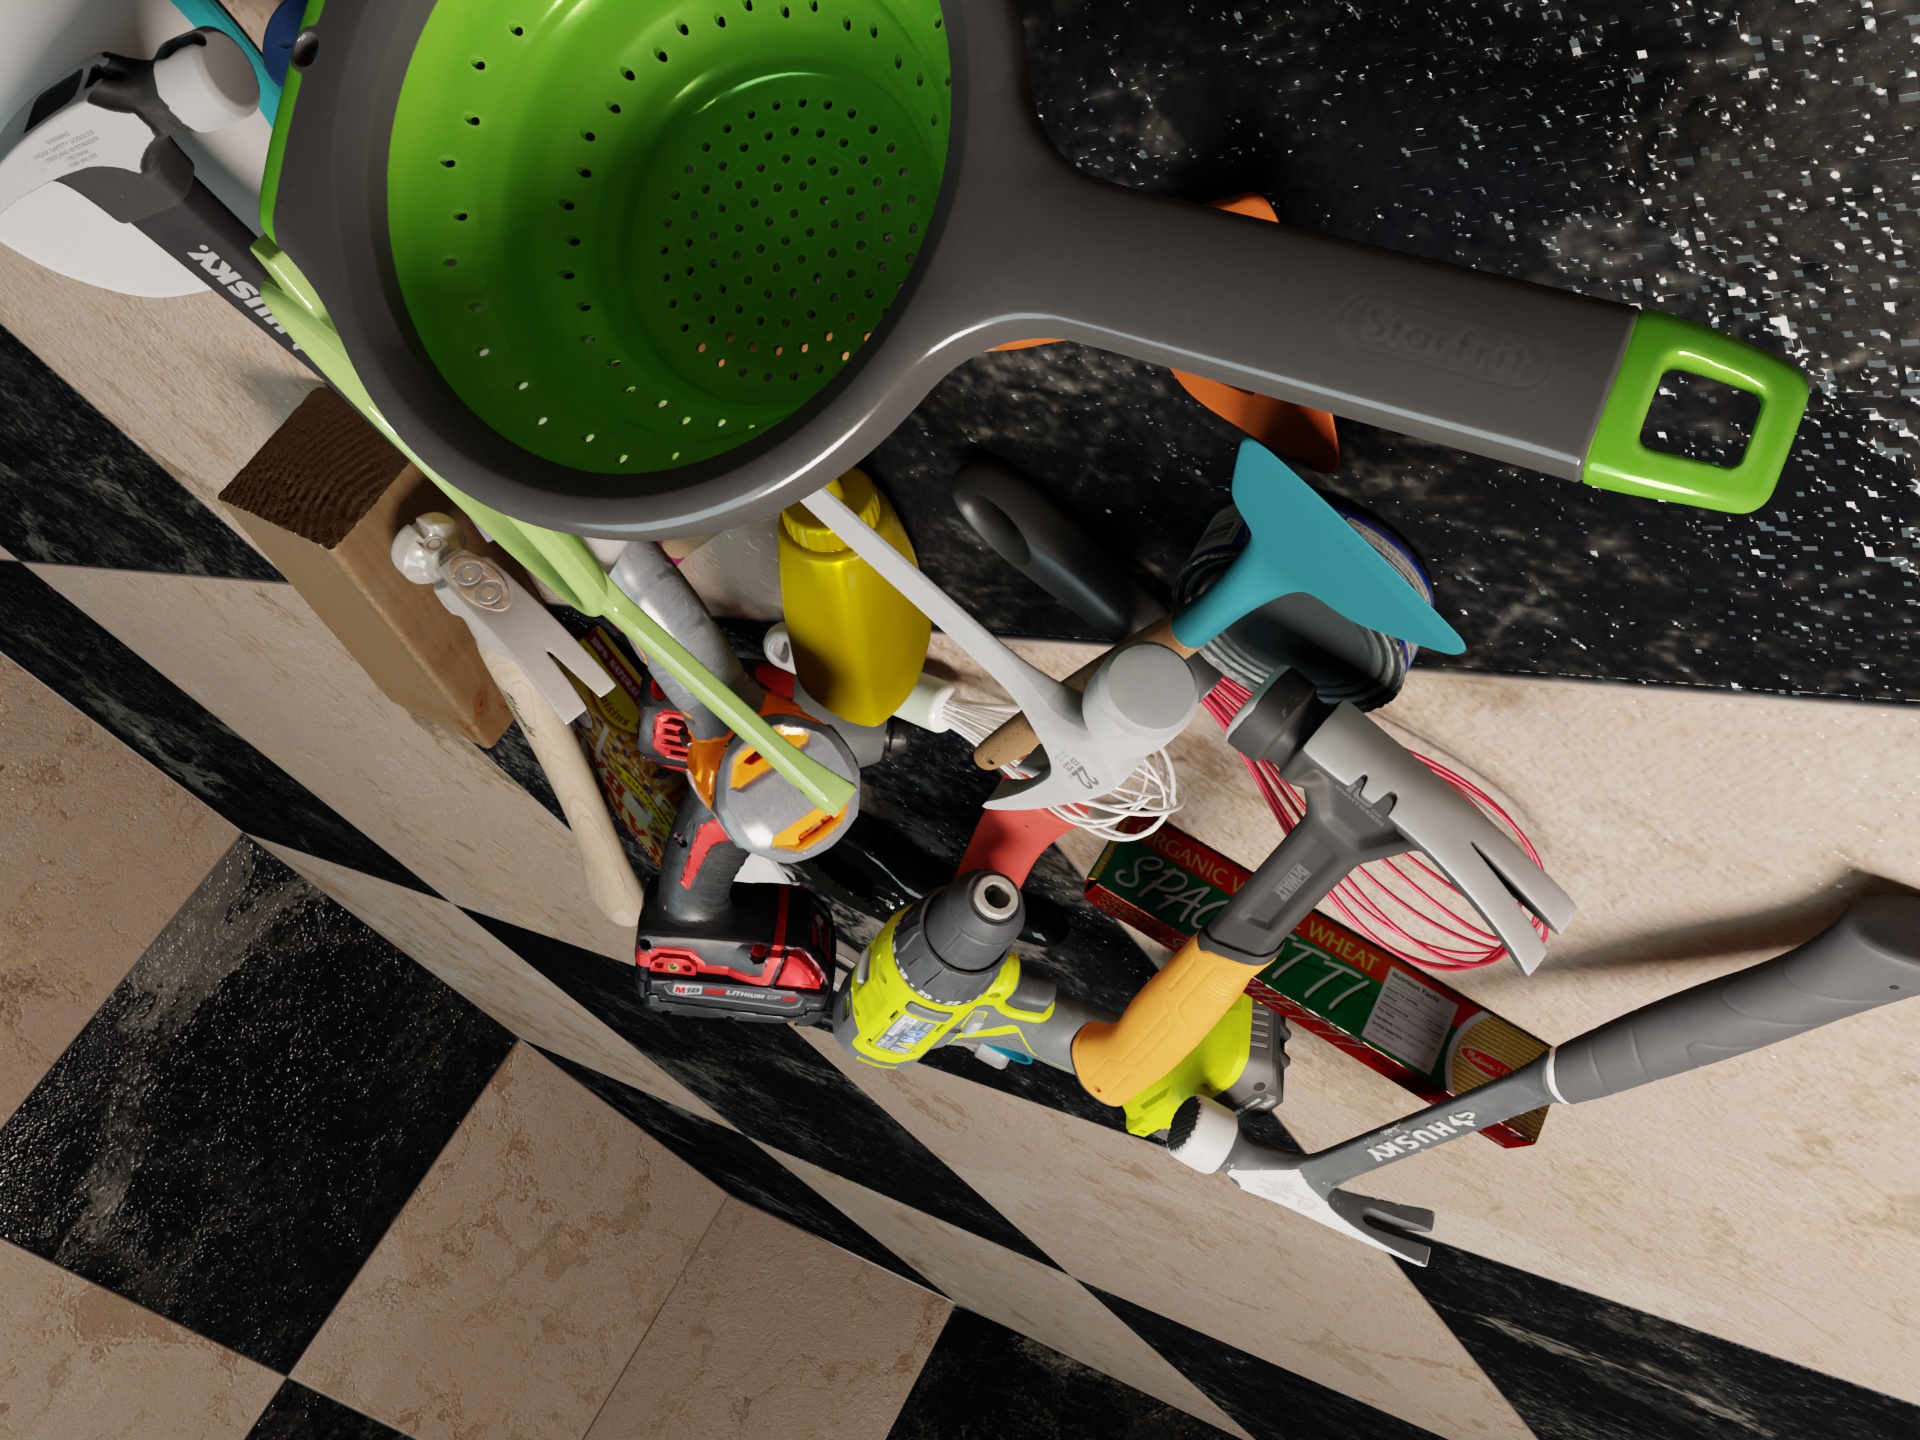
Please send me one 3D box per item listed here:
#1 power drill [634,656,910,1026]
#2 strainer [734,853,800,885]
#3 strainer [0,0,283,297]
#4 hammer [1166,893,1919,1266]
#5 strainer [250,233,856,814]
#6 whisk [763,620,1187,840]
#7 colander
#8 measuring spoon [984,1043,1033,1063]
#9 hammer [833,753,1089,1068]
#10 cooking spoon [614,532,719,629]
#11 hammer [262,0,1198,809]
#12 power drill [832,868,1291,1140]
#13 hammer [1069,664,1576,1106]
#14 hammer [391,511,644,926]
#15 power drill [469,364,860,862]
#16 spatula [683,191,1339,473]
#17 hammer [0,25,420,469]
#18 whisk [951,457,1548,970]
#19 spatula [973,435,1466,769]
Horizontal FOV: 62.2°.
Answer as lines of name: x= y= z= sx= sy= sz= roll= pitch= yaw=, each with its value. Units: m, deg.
power drill: x=-0.110 y=0.064 z=0.884 sx=0.143 sy=0.079 sz=0.219 roll=6 pitch=125 yaw=-7
strainer: x=-0.156 y=0.050 z=1.051 sx=0.087 sy=0.050 sz=0.258 roll=47 pitch=161 yaw=34
strainer: x=-0.439 y=-0.271 z=0.700 sx=0.340 sy=0.095 sz=0.210 roll=19 pitch=154 yaw=24
hammer: x=0.253 y=0.164 z=0.693 sx=0.149 sy=0.036 sz=0.408 roll=29 pitch=145 yaw=-9
strainer: x=-0.118 y=-0.074 z=0.548 sx=0.256 sy=0.069 sz=0.151 roll=43 pitch=170 yaw=-9
whisk: x=-0.001 y=-0.002 z=0.764 sx=0.246 sy=0.059 sz=0.057 roll=22 pitch=117 yaw=30
colander: x=0.003 y=-0.120 z=0.418 sx=0.397 sy=0.204 sz=0.094 roll=21 pitch=-174 yaw=19
measuring spoon: x=-0.003 y=0.181 z=0.993 sx=0.129 sy=0.021 sz=0.042 roll=15 pitch=154 yaw=39
hammer: x=-0.002 y=0.108 z=0.929 sx=0.149 sy=0.037 sz=0.358 roll=27 pitch=149 yaw=4
cooking spoon: x=-0.129 y=-0.092 z=0.772 sx=0.068 sy=0.017 sz=0.319 roll=56 pitch=151 yaw=-9
hammer: x=-0.093 y=-0.113 z=0.578 sx=0.405 sy=0.035 sz=0.144 roll=42 pitch=158 yaw=3
power drill: x=0.059 y=0.154 z=0.863 sx=0.228 sy=0.080 sz=0.190 roll=18 pitch=146 yaw=-13
hammer: x=0.115 y=0.105 z=0.660 sx=0.127 sy=0.034 sz=0.336 roll=41 pitch=150 yaw=10
hammer: x=-0.234 y=0.041 z=0.975 sx=0.146 sy=0.038 sz=0.410 roll=41 pitch=158 yaw=21
power drill: x=-0.134 y=-0.047 z=0.702 sx=0.226 sy=0.084 sz=0.164 roll=57 pitch=170 yaw=-13
spatula: x=-0.010 y=-0.127 z=0.534 sx=0.323 sy=0.041 sz=0.081 roll=9 pitch=132 yaw=44
hammer: x=-0.268 y=-0.149 z=0.706 sx=0.146 sy=0.035 sz=0.334 roll=-13 pitch=150 yaw=19
whisk: x=0.112 y=-0.001 z=0.620 sx=0.296 sy=0.073 sz=0.073 roll=40 pitch=156 yaw=-3
spatula: x=0.061 y=-0.019 z=0.563 sx=0.082 sy=0.044 sz=0.317 roll=43 pitch=154 yaw=-5
